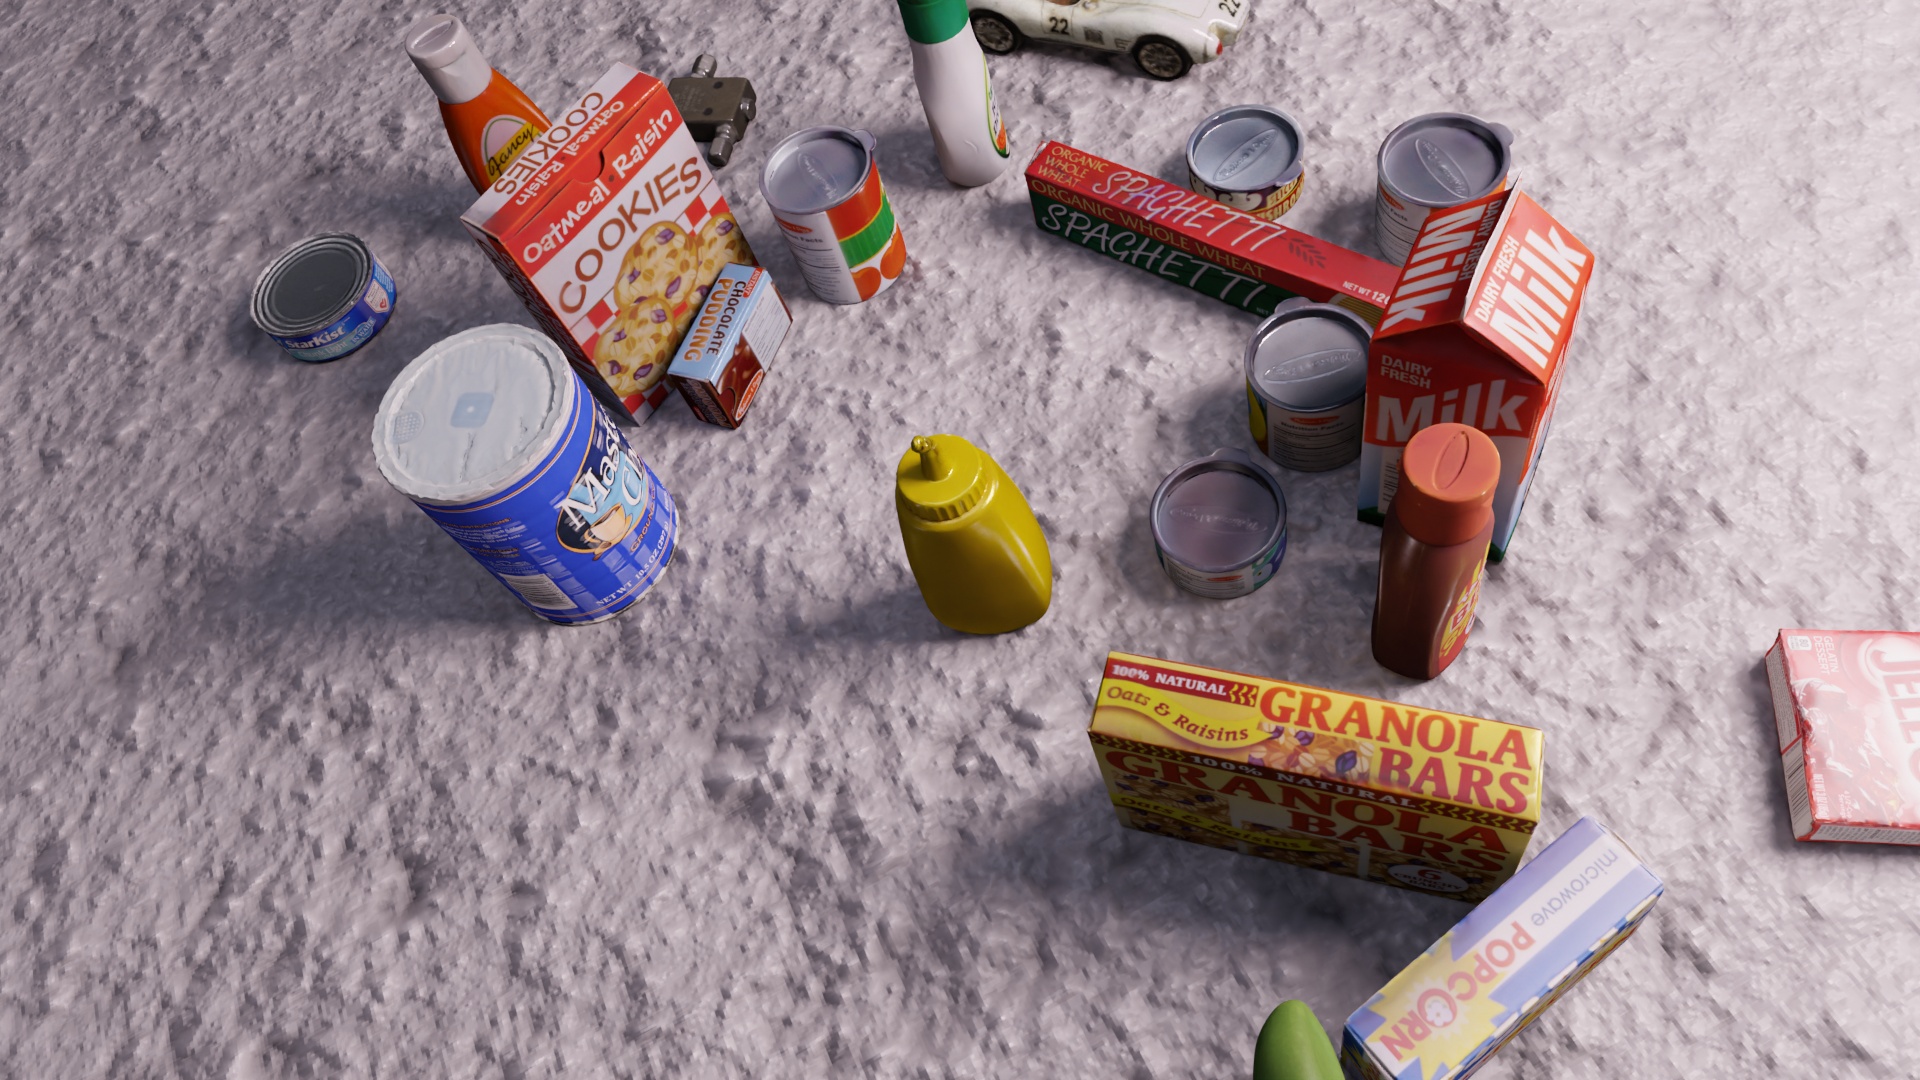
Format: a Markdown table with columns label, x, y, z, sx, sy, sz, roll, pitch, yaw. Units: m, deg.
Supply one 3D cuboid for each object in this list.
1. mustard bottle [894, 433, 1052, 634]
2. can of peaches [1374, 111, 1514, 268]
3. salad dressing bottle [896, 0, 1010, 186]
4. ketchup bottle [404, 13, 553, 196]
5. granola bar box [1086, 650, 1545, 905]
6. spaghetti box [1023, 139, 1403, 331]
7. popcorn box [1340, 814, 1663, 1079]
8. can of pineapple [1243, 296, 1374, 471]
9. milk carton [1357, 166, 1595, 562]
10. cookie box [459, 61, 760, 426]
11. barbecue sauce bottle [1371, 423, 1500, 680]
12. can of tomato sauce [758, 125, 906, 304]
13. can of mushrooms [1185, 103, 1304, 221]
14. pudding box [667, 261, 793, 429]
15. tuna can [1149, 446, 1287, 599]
| label | x | y | z | sx | sy | sz | roll | pitch | yaw |
| --- | --- | --- | --- | --- | --- | --- | --- | --- | --- |
| mustard bottle | 0.002 | -0.008 | 0.646 | 0.065 | 0.159 | 0.049 | -9 | 59 | 9 |
| can of peaches | 0.259 | -0.186 | 0.745 | 0.071 | 0.058 | 0.071 | -6 | 60 | 11 |
| salad dressing bottle | -0.005 | -0.272 | 0.806 | 0.044 | 0.147 | 0.064 | -10 | 59 | 8 |
| ketchup bottle | -0.291 | -0.258 | 0.867 | 0.065 | 0.148 | 0.043 | -40 | 60 | -10 |
| granola bar box | 0.143 | 0.099 | 0.571 | 0.165 | 0.123 | 0.039 | 9 | 64 | 18 |
| spaghetti box | 0.144 | -0.158 | 0.761 | 0.250 | 0.050 | 0.029 | 28 | 71 | 26 |
| popcorn box | 0.207 | 0.170 | 0.538 | 0.127 | 0.085 | 0.038 | -37 | 59 | -8 |
| can of pineapple | 0.178 | -0.078 | 0.703 | 0.071 | 0.057 | 0.071 | -6 | 60 | 11 |
| milk carton | 0.224 | -0.073 | 0.611 | 0.073 | 0.189 | 0.072 | 19 | 68 | 23 |
| cookie box | -0.184 | -0.160 | 0.774 | 0.040 | 0.166 | 0.123 | 29 | 72 | 26 |
| barbecue sauce bottle | 0.204 | 0.004 | 0.597 | 0.044 | 0.148 | 0.065 | 21 | 68 | 24 |
| can of tomato sauce | -0.071 | -0.190 | 0.813 | 0.071 | 0.082 | 0.071 | -6 | 60 | 11 |
| can of mushrooms | 0.166 | -0.214 | 0.798 | 0.071 | 0.033 | 0.071 | -6 | 60 | 10 |
| pudding box | -0.132 | -0.113 | 0.803 | 0.030 | 0.049 | 0.084 | 13 | 65 | 20 |
| tuna can | 0.129 | -0.008 | 0.690 | 0.071 | 0.032 | 0.071 | -6 | 60 | 10 |
